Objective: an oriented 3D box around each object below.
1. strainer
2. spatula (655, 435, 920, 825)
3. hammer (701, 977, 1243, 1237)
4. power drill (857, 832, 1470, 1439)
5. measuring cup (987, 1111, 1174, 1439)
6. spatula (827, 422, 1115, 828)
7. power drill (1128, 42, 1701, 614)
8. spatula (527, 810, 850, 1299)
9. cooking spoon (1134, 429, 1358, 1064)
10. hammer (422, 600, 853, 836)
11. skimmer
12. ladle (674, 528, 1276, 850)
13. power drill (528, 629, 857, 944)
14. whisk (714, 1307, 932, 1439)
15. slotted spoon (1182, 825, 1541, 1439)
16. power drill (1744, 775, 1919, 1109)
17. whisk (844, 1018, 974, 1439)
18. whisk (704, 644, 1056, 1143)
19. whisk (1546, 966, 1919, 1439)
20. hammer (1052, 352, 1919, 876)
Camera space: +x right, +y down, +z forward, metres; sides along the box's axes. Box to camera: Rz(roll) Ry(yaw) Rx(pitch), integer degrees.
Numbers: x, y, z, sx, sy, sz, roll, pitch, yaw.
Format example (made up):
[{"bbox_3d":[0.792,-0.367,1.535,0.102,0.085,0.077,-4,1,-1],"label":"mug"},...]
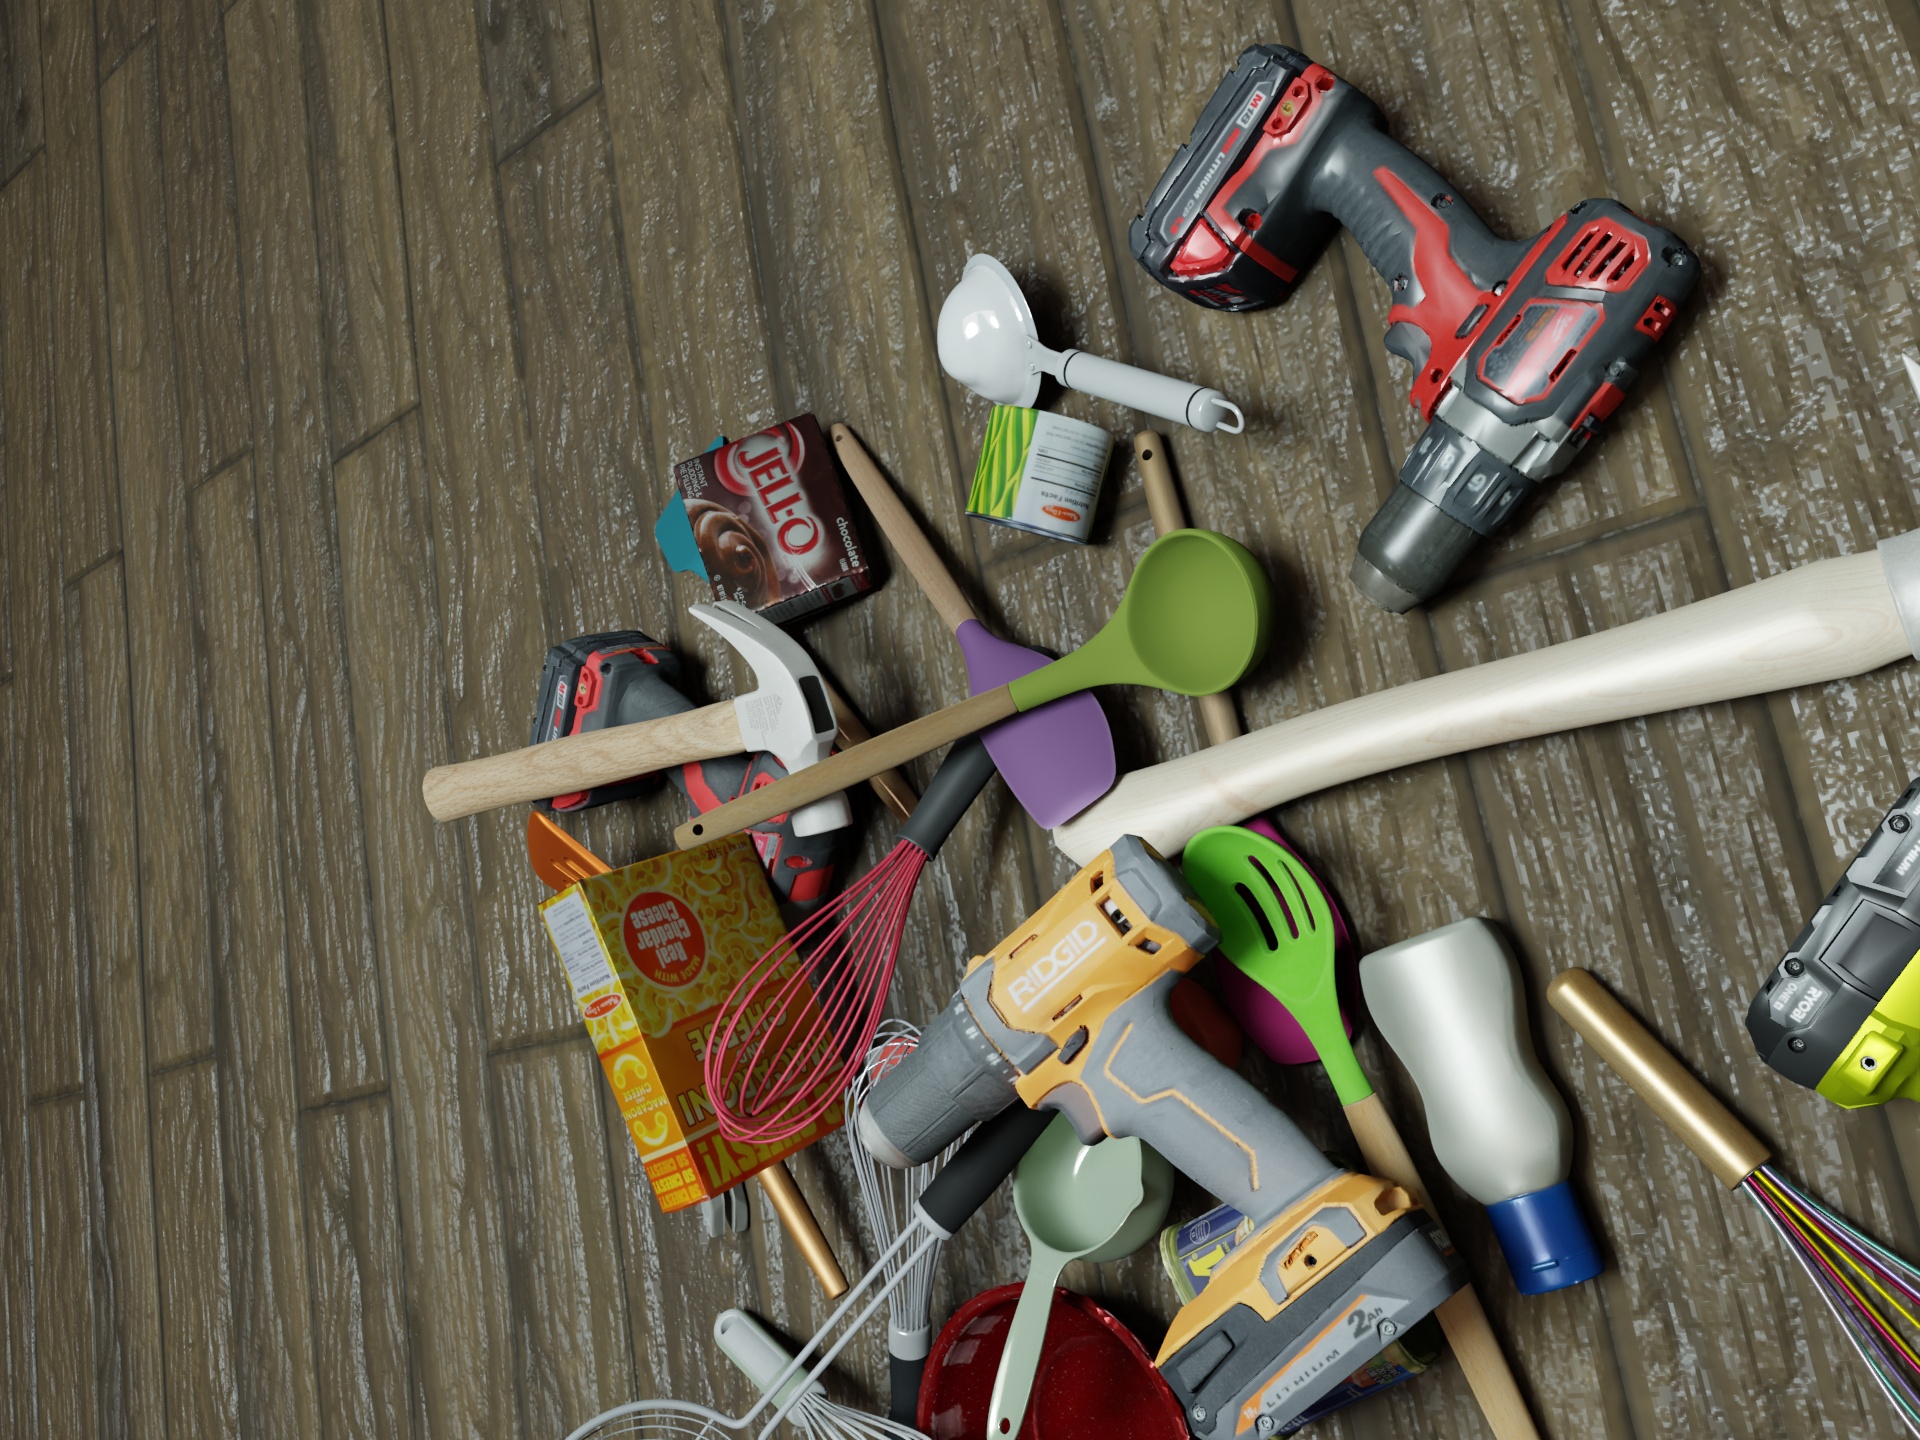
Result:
[{"bbox_3d":[0.050,-0.178,0.794,0.259,0.050,0.086,32,140,48],"label":"strainer"},{"bbox_3d":[-0.099,-0.045,0.948,0.082,0.044,0.318,-49,64,22],"label":"spatula"},{"bbox_3d":[-0.014,0.195,0.849,0.359,0.036,0.149,-15,77,36],"label":"hammer"},{"bbox_3d":[0.073,0.187,0.666,0.185,0.084,0.226,-42,64,8],"label":"power drill"},{"bbox_3d":[0.051,0.256,0.735,0.083,0.038,0.168,6,74,48],"label":"measuring cup"},{"bbox_3d":[-0.005,-0.067,0.848,0.060,0.018,0.316,-37,52,6],"label":"spatula"},{"bbox_3d":[0.182,-0.176,0.711,0.227,0.080,0.188,45,112,29],"label":"power drill"},{"bbox_3d":[-0.157,0.186,0.904,0.323,0.041,0.081,55,152,21],"label":"spatula"},{"bbox_3d":[0.128,0.005,0.768,0.069,0.017,0.319,-21,73,31],"label":"cooking spoon"},{"bbox_3d":[-0.201,0.018,0.907,0.331,0.031,0.130,-11,92,37],"label":"hammer"},{"bbox_3d":[-0.056,0.279,0.722,0.127,0.090,0.363,40,93,13],"label":"skimmer"},{"bbox_3d":[-0.001,-0.002,0.763,0.320,0.062,0.078,-23,78,11],"label":"ladle"},{"bbox_3d":[-0.160,0.046,0.948,0.220,0.078,0.143,31,116,31],"label":"power drill"},{"bbox_3d":[-0.078,0.361,0.834,0.058,0.059,0.246,-47,23,-19],"label":"whisk"},{"bbox_3d":[0.180,0.186,0.679,0.070,0.031,0.314,-36,74,48],"label":"slotted spoon"},{"bbox_3d":[0.398,0.112,0.515,0.223,0.080,0.171,37,109,30],"label":"power drill"},{"bbox_3d":[-0.025,0.285,0.809,0.070,0.070,0.284,12,109,38],"label":"whisk"},{"bbox_3d":[-0.034,0.080,0.797,0.073,0.073,0.296,21,69,37],"label":"whisk"},{"bbox_3d":[0.314,0.185,0.592,0.051,0.047,0.245,-54,54,22],"label":"whisk"},{"bbox_3d":[0.215,-0.013,0.677,0.410,0.038,0.146,-18,74,32],"label":"hammer"}]
